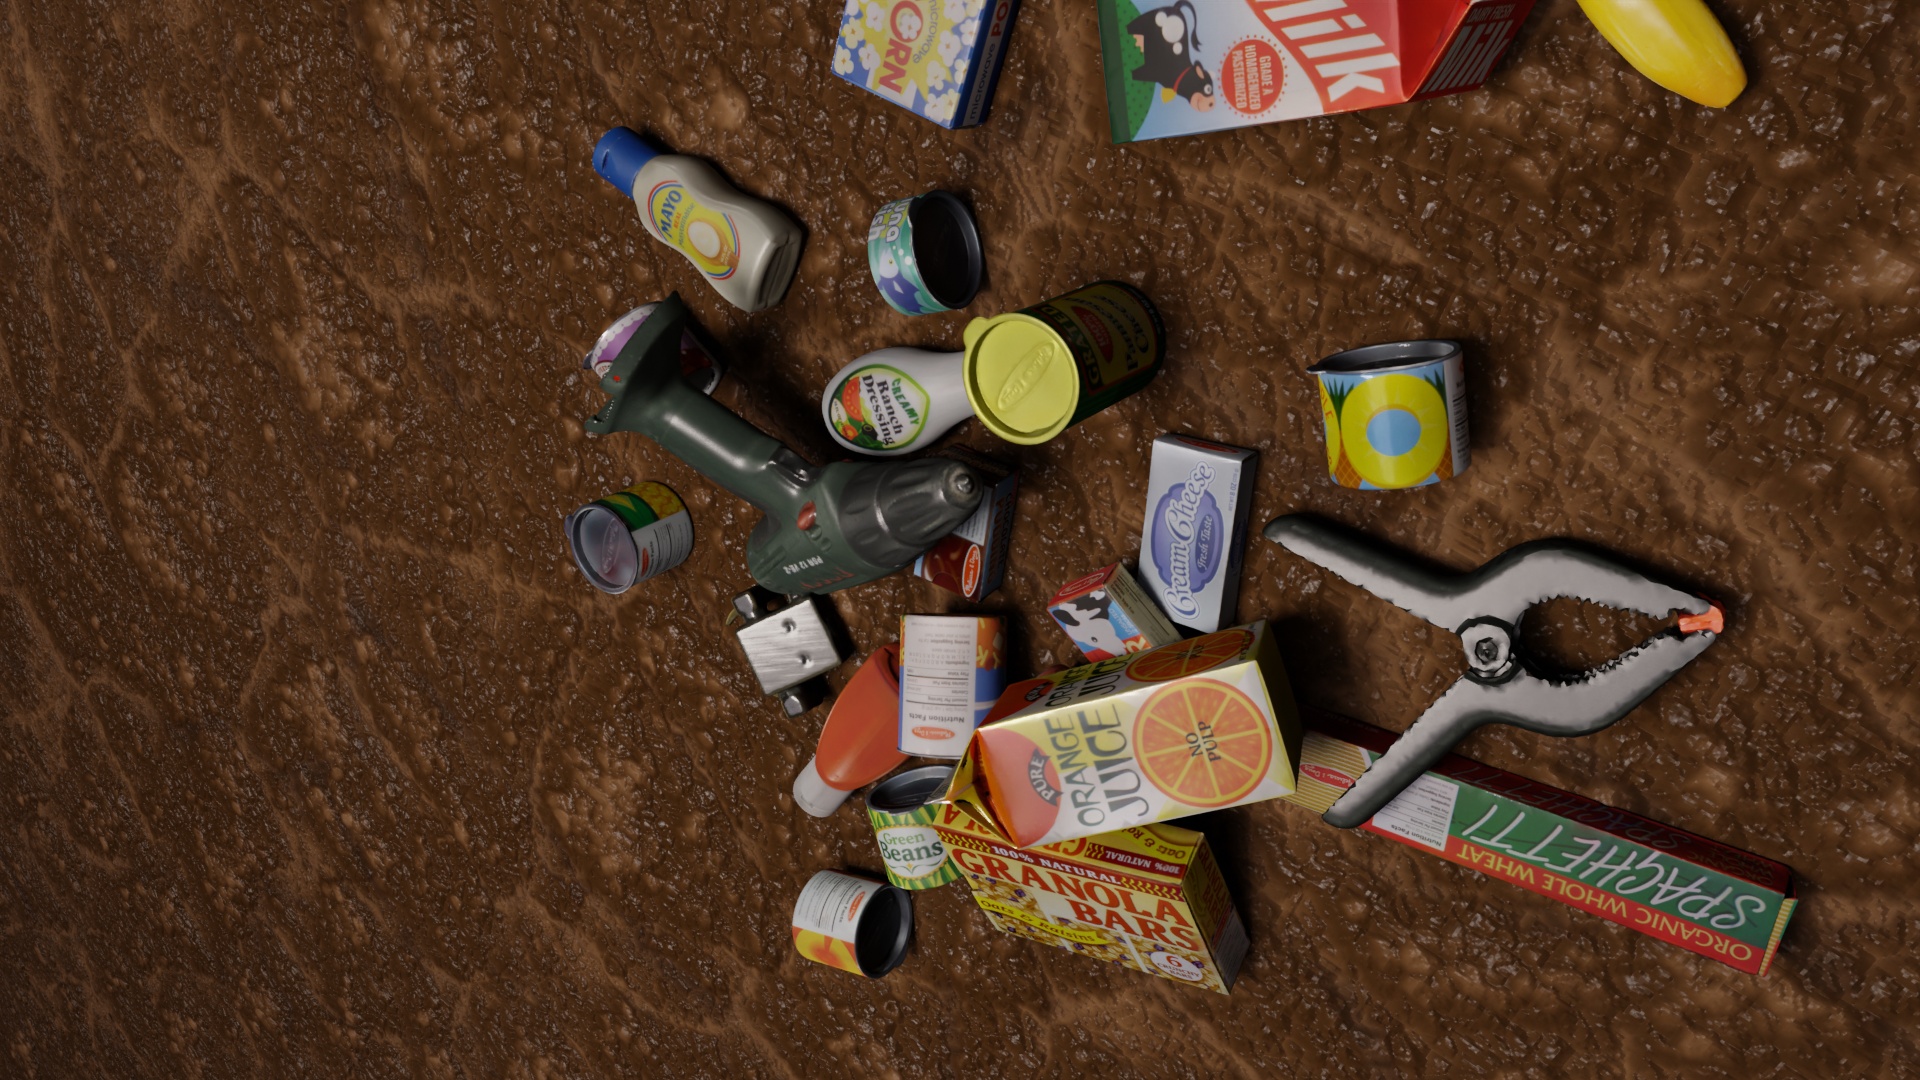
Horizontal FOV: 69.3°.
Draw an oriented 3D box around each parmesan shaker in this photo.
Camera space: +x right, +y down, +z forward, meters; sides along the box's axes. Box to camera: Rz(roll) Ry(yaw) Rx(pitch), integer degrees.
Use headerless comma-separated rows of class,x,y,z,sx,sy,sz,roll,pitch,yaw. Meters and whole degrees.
parmesan shaker,0.054,-0.097,0.722,0.071,0.103,0.071,13,115,30

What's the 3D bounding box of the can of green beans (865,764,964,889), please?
can of green beans,-0.023,0.187,0.911,0.071,0.071,0.057,-6,105,36

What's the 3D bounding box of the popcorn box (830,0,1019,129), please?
popcorn box,-0.013,-0.293,0.734,0.085,0.038,0.126,32,124,22

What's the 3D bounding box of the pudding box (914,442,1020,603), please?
pudding box,0.003,-0.011,0.839,0.050,0.030,0.083,22,119,25

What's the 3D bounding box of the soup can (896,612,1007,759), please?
soup can,-0.004,0.087,0.847,0.071,0.071,0.083,0,88,34

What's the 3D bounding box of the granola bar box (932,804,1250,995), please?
granola bar box,0.078,0.207,0.834,0.165,0.039,0.123,6,139,33

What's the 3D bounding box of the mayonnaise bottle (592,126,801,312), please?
mayonnaise bottle,-0.168,-0.207,0.872,0.148,0.041,0.064,38,127,16

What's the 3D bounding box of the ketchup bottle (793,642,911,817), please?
ketchup bottle,-0.066,0.134,0.934,0.065,0.044,0.148,45,127,8

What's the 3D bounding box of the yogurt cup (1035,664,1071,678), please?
yogurt cup,0.064,0.110,0.824,0.054,0.073,0.072,39,126,26

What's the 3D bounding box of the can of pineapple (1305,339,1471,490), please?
can of pineapple,0.203,-0.060,0.658,0.071,0.071,0.057,0,108,35

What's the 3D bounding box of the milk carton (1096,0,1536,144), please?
milk carton,0.157,-0.222,0.604,0.190,0.072,0.073,6,112,43

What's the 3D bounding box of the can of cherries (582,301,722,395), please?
can of cherries,-0.202,-0.112,0.914,0.058,0.072,0.071,49,128,8

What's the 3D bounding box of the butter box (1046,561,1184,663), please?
butter box,0.100,0.063,0.782,0.103,0.024,0.053,49,143,-11

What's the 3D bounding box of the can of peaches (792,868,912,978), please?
can of peaches,-0.075,0.271,0.981,0.058,0.071,0.071,4,110,33

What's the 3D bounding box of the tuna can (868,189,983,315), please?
tuna can,-0.020,-0.160,0.771,0.033,0.071,0.071,-4,106,36

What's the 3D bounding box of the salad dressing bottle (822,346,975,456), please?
salad dressing bottle,-0.013,-0.088,0.810,0.147,0.044,0.064,-10,105,37

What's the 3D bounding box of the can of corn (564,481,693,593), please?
can of corn,-0.235,-0.004,0.987,0.071,0.058,0.071,13,115,30

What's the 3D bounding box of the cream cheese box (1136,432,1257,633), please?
cream cheese box,0.127,-0.004,0.759,0.053,0.024,0.103,17,117,30

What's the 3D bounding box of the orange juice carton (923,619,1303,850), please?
orange juice carton,0.077,0.107,0.735,0.192,0.072,0.073,-16,98,20

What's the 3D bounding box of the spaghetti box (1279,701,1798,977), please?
spaghetti box,0.281,0.147,0.709,0.250,0.029,0.050,18,117,28
